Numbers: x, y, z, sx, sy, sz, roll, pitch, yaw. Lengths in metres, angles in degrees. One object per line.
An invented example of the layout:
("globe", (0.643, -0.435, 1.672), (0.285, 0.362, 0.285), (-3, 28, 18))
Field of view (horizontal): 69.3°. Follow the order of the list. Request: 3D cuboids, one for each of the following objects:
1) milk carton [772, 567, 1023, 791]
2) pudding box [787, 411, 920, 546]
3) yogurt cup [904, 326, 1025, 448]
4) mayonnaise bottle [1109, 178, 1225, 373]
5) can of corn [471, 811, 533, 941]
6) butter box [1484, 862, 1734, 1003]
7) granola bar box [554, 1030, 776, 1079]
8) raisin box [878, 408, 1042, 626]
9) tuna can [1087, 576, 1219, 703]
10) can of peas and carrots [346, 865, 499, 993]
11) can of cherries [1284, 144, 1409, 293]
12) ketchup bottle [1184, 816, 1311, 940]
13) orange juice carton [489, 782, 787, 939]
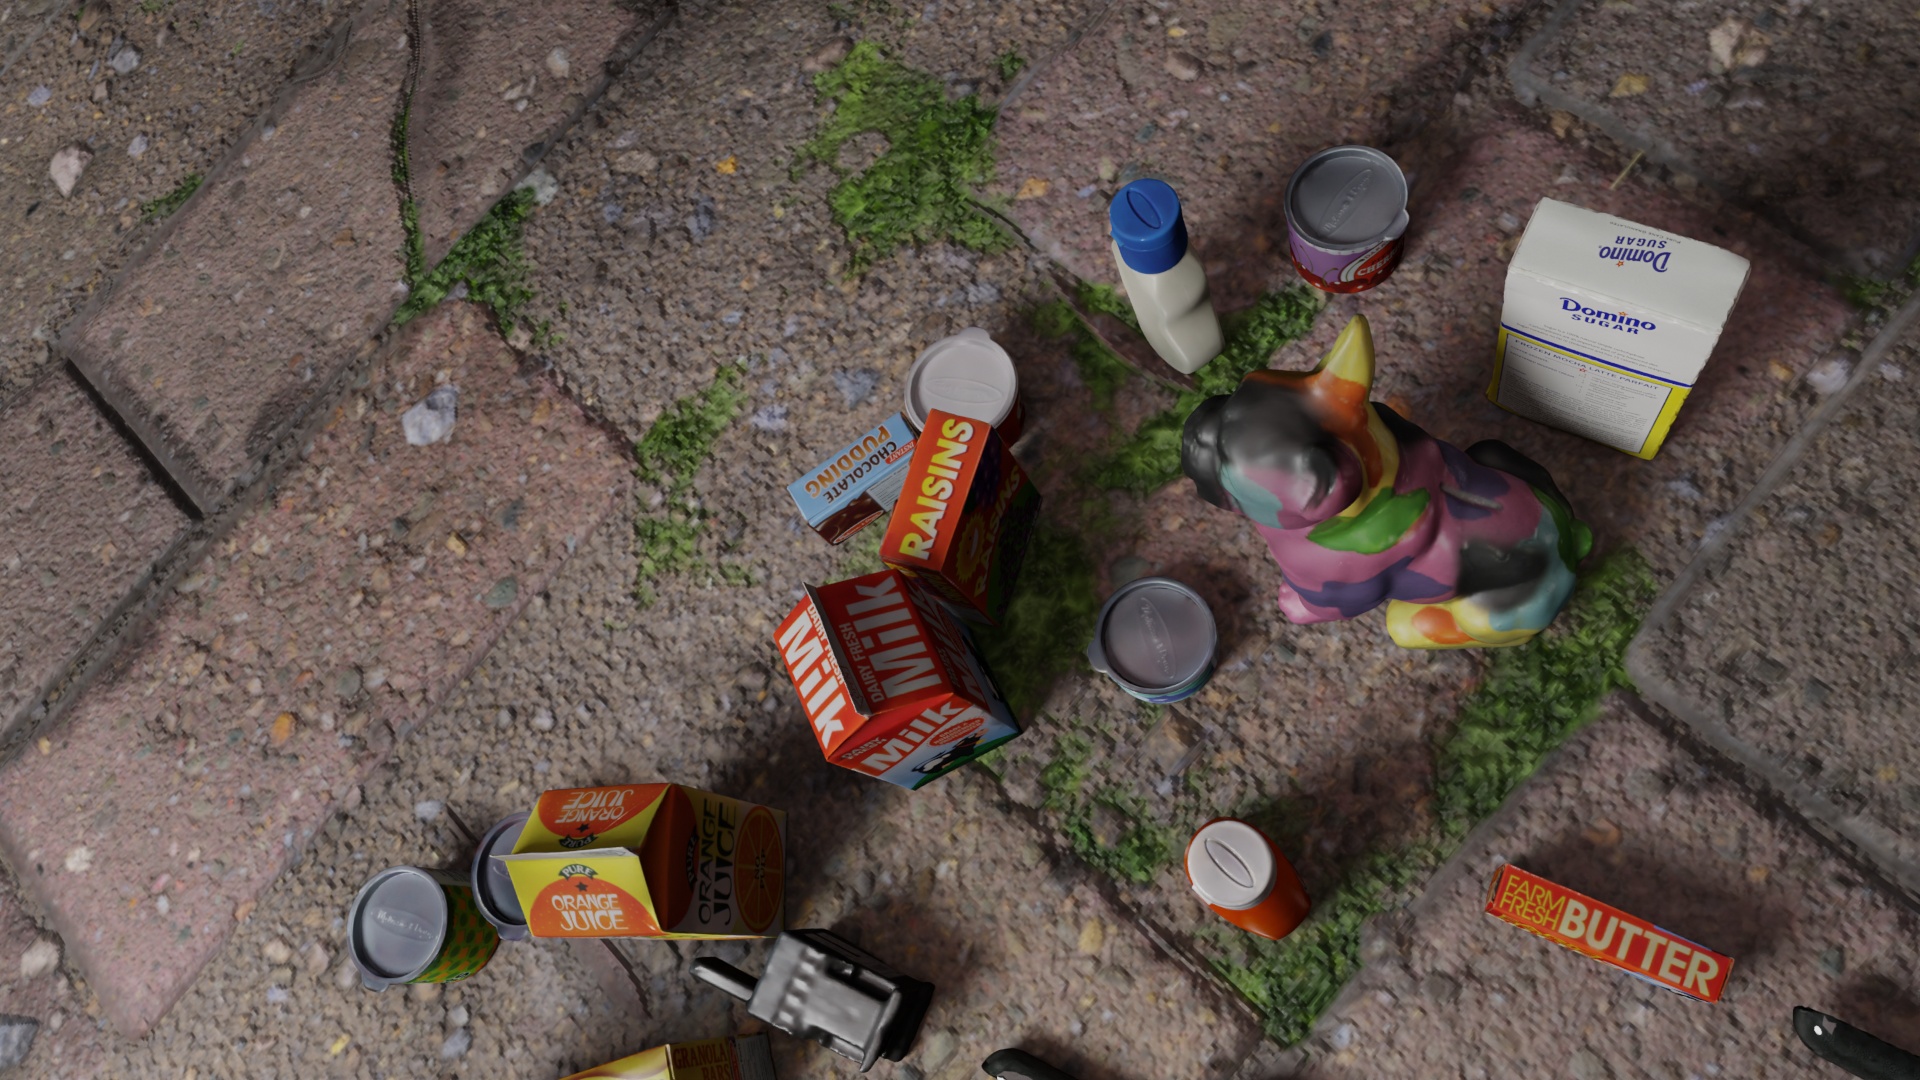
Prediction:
("milk carton", (-0.034, 0.073, 0.715), (0.073, 0.190, 0.072), (-29, 68, 6))
("pudding box", (-0.056, -0.036, 0.831), (0.083, 0.049, 0.030), (-34, 68, 4))
("yogurt cup", (0.006, -0.082, 0.825), (0.072, 0.054, 0.072), (-5, 72, 15))
("mayonnaise bottle", (0.112, -0.146, 0.765), (0.041, 0.148, 0.065), (-34, 68, 4))
("can of corn", (-0.239, 0.196, 0.806), (0.071, 0.058, 0.071), (-5, 72, 15))
("butter box", (0.303, 0.186, 0.659), (0.103, 0.053, 0.024), (21, 81, 21))
("granola bar box", (-0.194, 0.301, 0.725), (0.165, 0.124, 0.039), (-21, 69, 9))
("raisin box", (0.003, -0.010, 0.766), (0.040, 0.123, 0.086), (16, 78, 20))
("tuna can", (0.107, 0.056, 0.765), (0.071, 0.032, 0.071), (-4, 72, 14))
("can of peas and carrots", (-0.314, 0.229, 0.817), (0.071, 0.058, 0.071), (-5, 72, 15))
("can of cherries", (0.222, -0.180, 0.793), (0.071, 0.058, 0.071), (-5, 72, 15))
("ketchup bottle", (0.134, 0.159, 0.663), (0.043, 0.148, 0.065), (-46, 67, -1))
("orange juice carton", (-0.159, 0.168, 0.719), (0.072, 0.192, 0.073), (-5, 72, 14))
